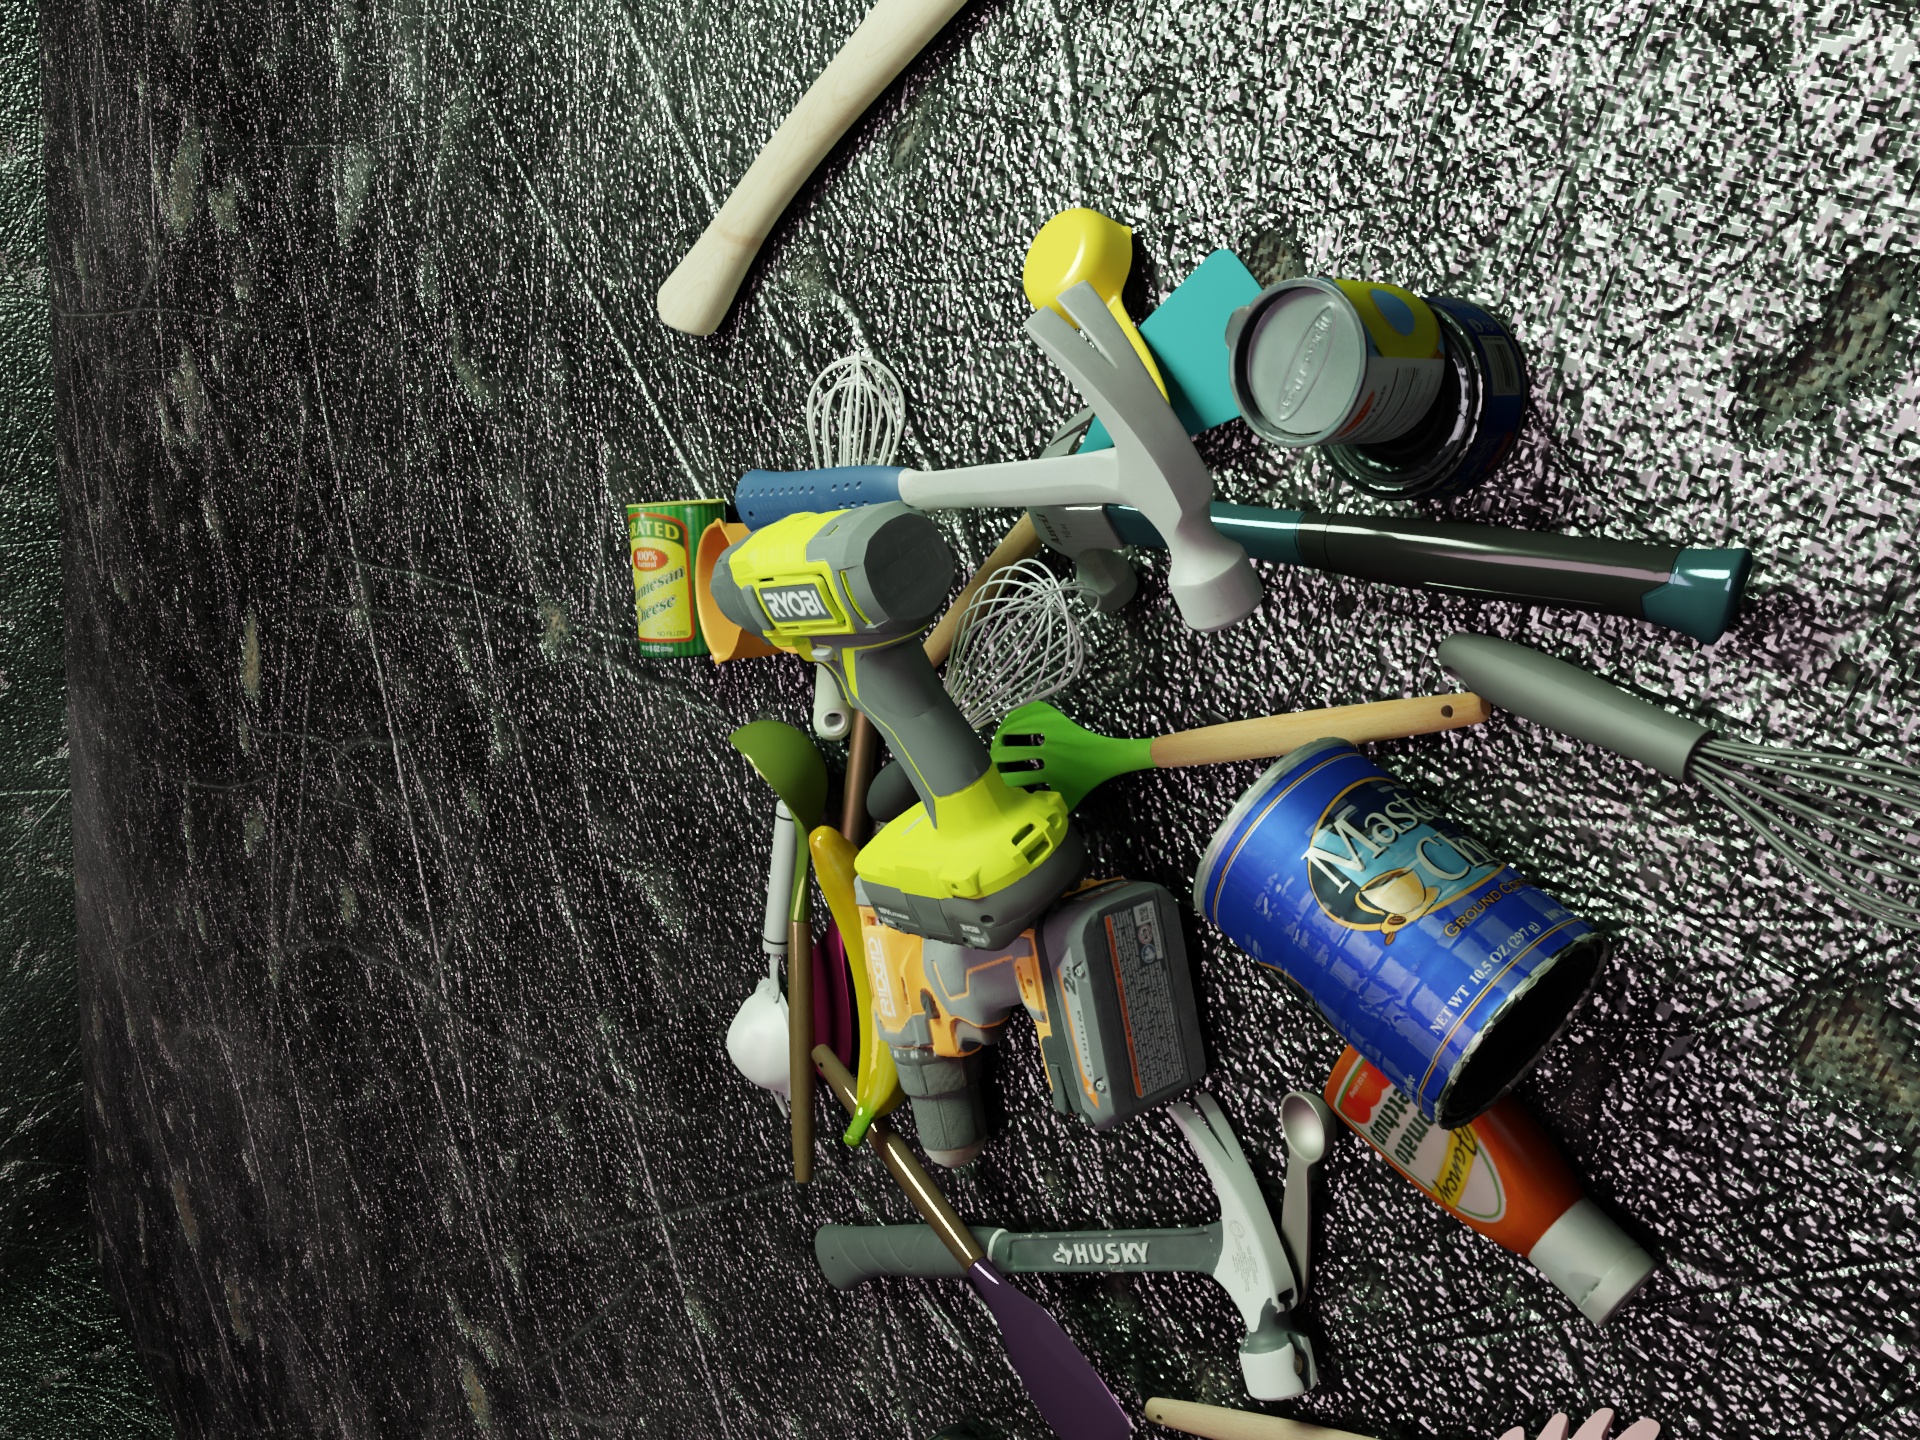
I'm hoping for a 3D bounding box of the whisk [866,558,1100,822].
[{"bbox_3d":[-0.002,-0.003,0.877,0.070,0.070,0.284,65,150,16],"label":"whisk"}]

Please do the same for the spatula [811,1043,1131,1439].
[{"bbox_3d":[-0.005,0.307,0.950,0.316,0.018,0.059,46,127,37],"label":"spatula"}]

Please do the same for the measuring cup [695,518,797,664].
[{"bbox_3d":[-0.112,-0.071,0.987,0.174,0.052,0.095,31,122,55],"label":"measuring cup"}]

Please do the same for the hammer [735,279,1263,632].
[{"bbox_3d":[-0.019,-0.118,0.781,0.406,0.035,0.144,10,134,59],"label":"hammer"}]

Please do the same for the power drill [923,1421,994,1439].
[{"bbox_3d":[0.053,0.491,0.933,0.226,0.084,0.164,-5,94,44],"label":"power drill"}]

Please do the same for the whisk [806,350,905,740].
[{"bbox_3d":[-0.070,-0.101,0.970,0.059,0.057,0.246,-108,22,-65],"label":"whisk"}]

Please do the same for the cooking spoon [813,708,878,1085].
[{"bbox_3d":[-0.072,0.096,1.028,0.069,0.017,0.318,34,123,51],"label":"cooking spoon"}]

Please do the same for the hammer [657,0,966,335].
[{"bbox_3d":[-0.078,-0.363,0.922,0.410,0.038,0.146,-33,72,47],"label":"hammer"}]

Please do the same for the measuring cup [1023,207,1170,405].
[{"bbox_3d":[0.067,-0.190,0.763,0.062,0.029,0.157,-45,44,31],"label":"measuring cup"}]

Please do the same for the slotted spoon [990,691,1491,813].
[{"bbox_3d":[0.118,0.011,0.793,0.314,0.031,0.070,-10,88,47],"label":"slotted spoon"}]

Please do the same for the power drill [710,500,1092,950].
[{"bbox_3d":[-0.038,0.000,0.803,0.171,0.080,0.223,1,124,53],"label":"power drill"}]

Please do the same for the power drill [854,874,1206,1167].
[{"bbox_3d":[0.029,0.172,0.890,0.226,0.084,0.185,-5,97,52],"label":"power drill"}]

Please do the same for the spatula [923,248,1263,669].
[{"bbox_3d":[0.055,-0.110,0.840,0.317,0.044,0.082,-47,63,48],"label":"spatula"}]

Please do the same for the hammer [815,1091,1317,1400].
[{"bbox_3d":[0.032,0.312,0.945,0.409,0.036,0.149,-23,77,49],"label":"hammer"}]

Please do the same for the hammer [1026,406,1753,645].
[{"bbox_3d":[0.163,-0.075,0.684,0.331,0.033,0.128,14,153,40],"label":"hammer"}]

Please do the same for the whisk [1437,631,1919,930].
[{"bbox_3d":[0.280,0.014,0.602,0.239,0.055,0.055,33,122,45],"label":"whisk"}]

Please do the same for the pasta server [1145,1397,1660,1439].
[{"bbox_3d":[0.205,0.355,0.774,0.316,0.040,0.060,-19,84,52],"label":"pasta server"}]

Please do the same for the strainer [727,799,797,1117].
[{"bbox_3d":[-0.129,0.160,1.093,0.087,0.050,0.258,32,118,57],"label":"strainer"}]

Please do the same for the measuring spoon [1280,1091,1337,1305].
[{"bbox_3d":[0.174,0.239,0.793,0.034,0.018,0.124,35,131,57],"label":"measuring spoon"}]

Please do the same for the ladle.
[{"bbox_3d":[-0.117,0.156,1.041,0.078,0.062,0.320,-147,55,-68],"label":"ladle"}]
